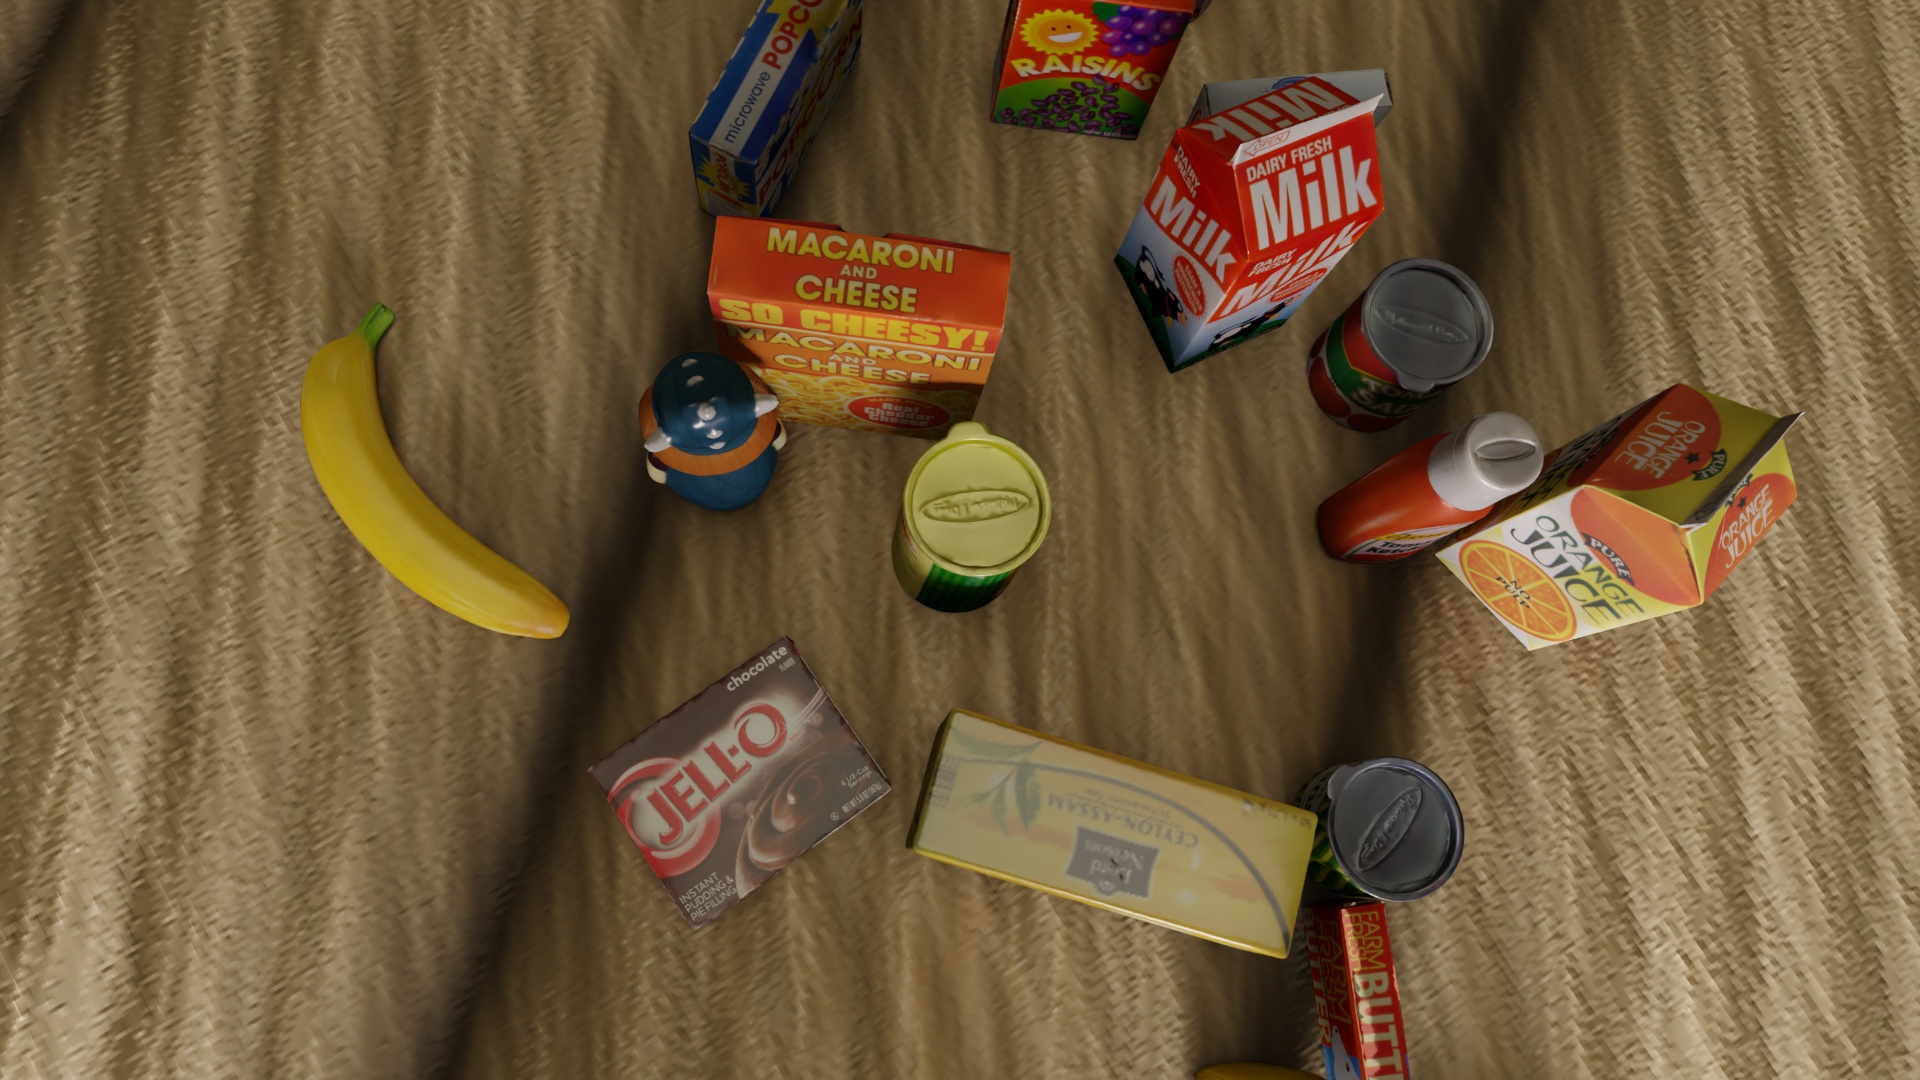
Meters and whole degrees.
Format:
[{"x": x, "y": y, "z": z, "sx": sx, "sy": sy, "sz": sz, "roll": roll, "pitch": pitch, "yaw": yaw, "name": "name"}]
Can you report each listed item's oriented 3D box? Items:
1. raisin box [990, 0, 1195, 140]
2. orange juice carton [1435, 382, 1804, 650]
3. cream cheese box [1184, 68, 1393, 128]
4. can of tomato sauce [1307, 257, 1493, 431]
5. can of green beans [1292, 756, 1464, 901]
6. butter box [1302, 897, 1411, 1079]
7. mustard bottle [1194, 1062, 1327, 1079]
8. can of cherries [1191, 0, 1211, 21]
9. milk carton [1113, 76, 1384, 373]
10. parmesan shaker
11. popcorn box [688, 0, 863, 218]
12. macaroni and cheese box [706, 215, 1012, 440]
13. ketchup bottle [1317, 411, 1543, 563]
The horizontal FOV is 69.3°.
[{"x": 0.066, "y": -0.258, "z": 0.716, "sx": 0.086, "sy": 0.123, "sz": 0.040, "roll": 6, "pitch": 77, "yaw": -4, "name": "raisin box"}, {"x": 0.309, "y": -0.010, "z": 0.649, "sx": 0.072, "sy": 0.192, "sz": 0.073, "roll": -42, "pitch": 85, "yaw": -13, "name": "orange juice carton"}, {"x": 0.176, "y": -0.230, "z": 0.757, "sx": 0.104, "sy": 0.053, "sz": 0.024, "roll": -7, "pitch": 78, "yaw": -8, "name": "cream cheese box"}, {"x": 0.224, "y": -0.097, "z": 0.716, "sx": 0.071, "sy": 0.083, "sz": 0.071, "roll": 1, "pitch": 77, "yaw": -6, "name": "can of tomato sauce"}, {"x": 0.200, "y": 0.139, "z": 0.672, "sx": 0.071, "sy": 0.057, "sz": 0.071, "roll": 1, "pitch": 77, "yaw": -6, "name": "can of green beans"}, {"x": 0.187, "y": 0.222, "z": 0.654, "sx": 0.024, "sy": 0.053, "sz": 0.103, "roll": -4, "pitch": 78, "yaw": -7, "name": "butter box"}, {"x": 0.143, "y": 0.255, "z": 0.587, "sx": 0.065, "sy": 0.160, "sz": 0.049, "roll": 4, "pitch": 77, "yaw": -5, "name": "mustard bottle"}, {"x": 0.115, "y": -0.330, "z": 0.771, "sx": 0.071, "sy": 0.058, "sz": 0.071, "roll": 1, "pitch": 77, "yaw": -6, "name": "can of cherries"}, {"x": 0.137, "y": -0.154, "z": 0.665, "sx": 0.072, "sy": 0.190, "sz": 0.073, "roll": -23, "pitch": 81, "yaw": -10, "name": "milk carton"}, {"x": 0.002, "y": -0.008, "z": 0.662, "sx": 0.071, "sy": 0.103, "sz": 0.071, "roll": 1, "pitch": 77, "yaw": -6, "name": "parmesan shaker"}, {"x": -0.093, "y": -0.231, "z": 0.713, "sx": 0.038, "sy": 0.085, "sz": 0.127, "roll": 25, "pitch": 76, "yaw": 0, "name": "popcorn box"}, {"x": -0.049, "y": -0.093, "z": 0.644, "sx": 0.124, "sy": 0.166, "sz": 0.040, "roll": 7, "pitch": 77, "yaw": -4, "name": "macaroni and cheese box"}, {"x": 0.225, "y": -0.024, "z": 0.666, "sx": 0.065, "sy": 0.148, "sz": 0.043, "roll": -8, "pitch": 79, "yaw": -7, "name": "ketchup bottle"}]
